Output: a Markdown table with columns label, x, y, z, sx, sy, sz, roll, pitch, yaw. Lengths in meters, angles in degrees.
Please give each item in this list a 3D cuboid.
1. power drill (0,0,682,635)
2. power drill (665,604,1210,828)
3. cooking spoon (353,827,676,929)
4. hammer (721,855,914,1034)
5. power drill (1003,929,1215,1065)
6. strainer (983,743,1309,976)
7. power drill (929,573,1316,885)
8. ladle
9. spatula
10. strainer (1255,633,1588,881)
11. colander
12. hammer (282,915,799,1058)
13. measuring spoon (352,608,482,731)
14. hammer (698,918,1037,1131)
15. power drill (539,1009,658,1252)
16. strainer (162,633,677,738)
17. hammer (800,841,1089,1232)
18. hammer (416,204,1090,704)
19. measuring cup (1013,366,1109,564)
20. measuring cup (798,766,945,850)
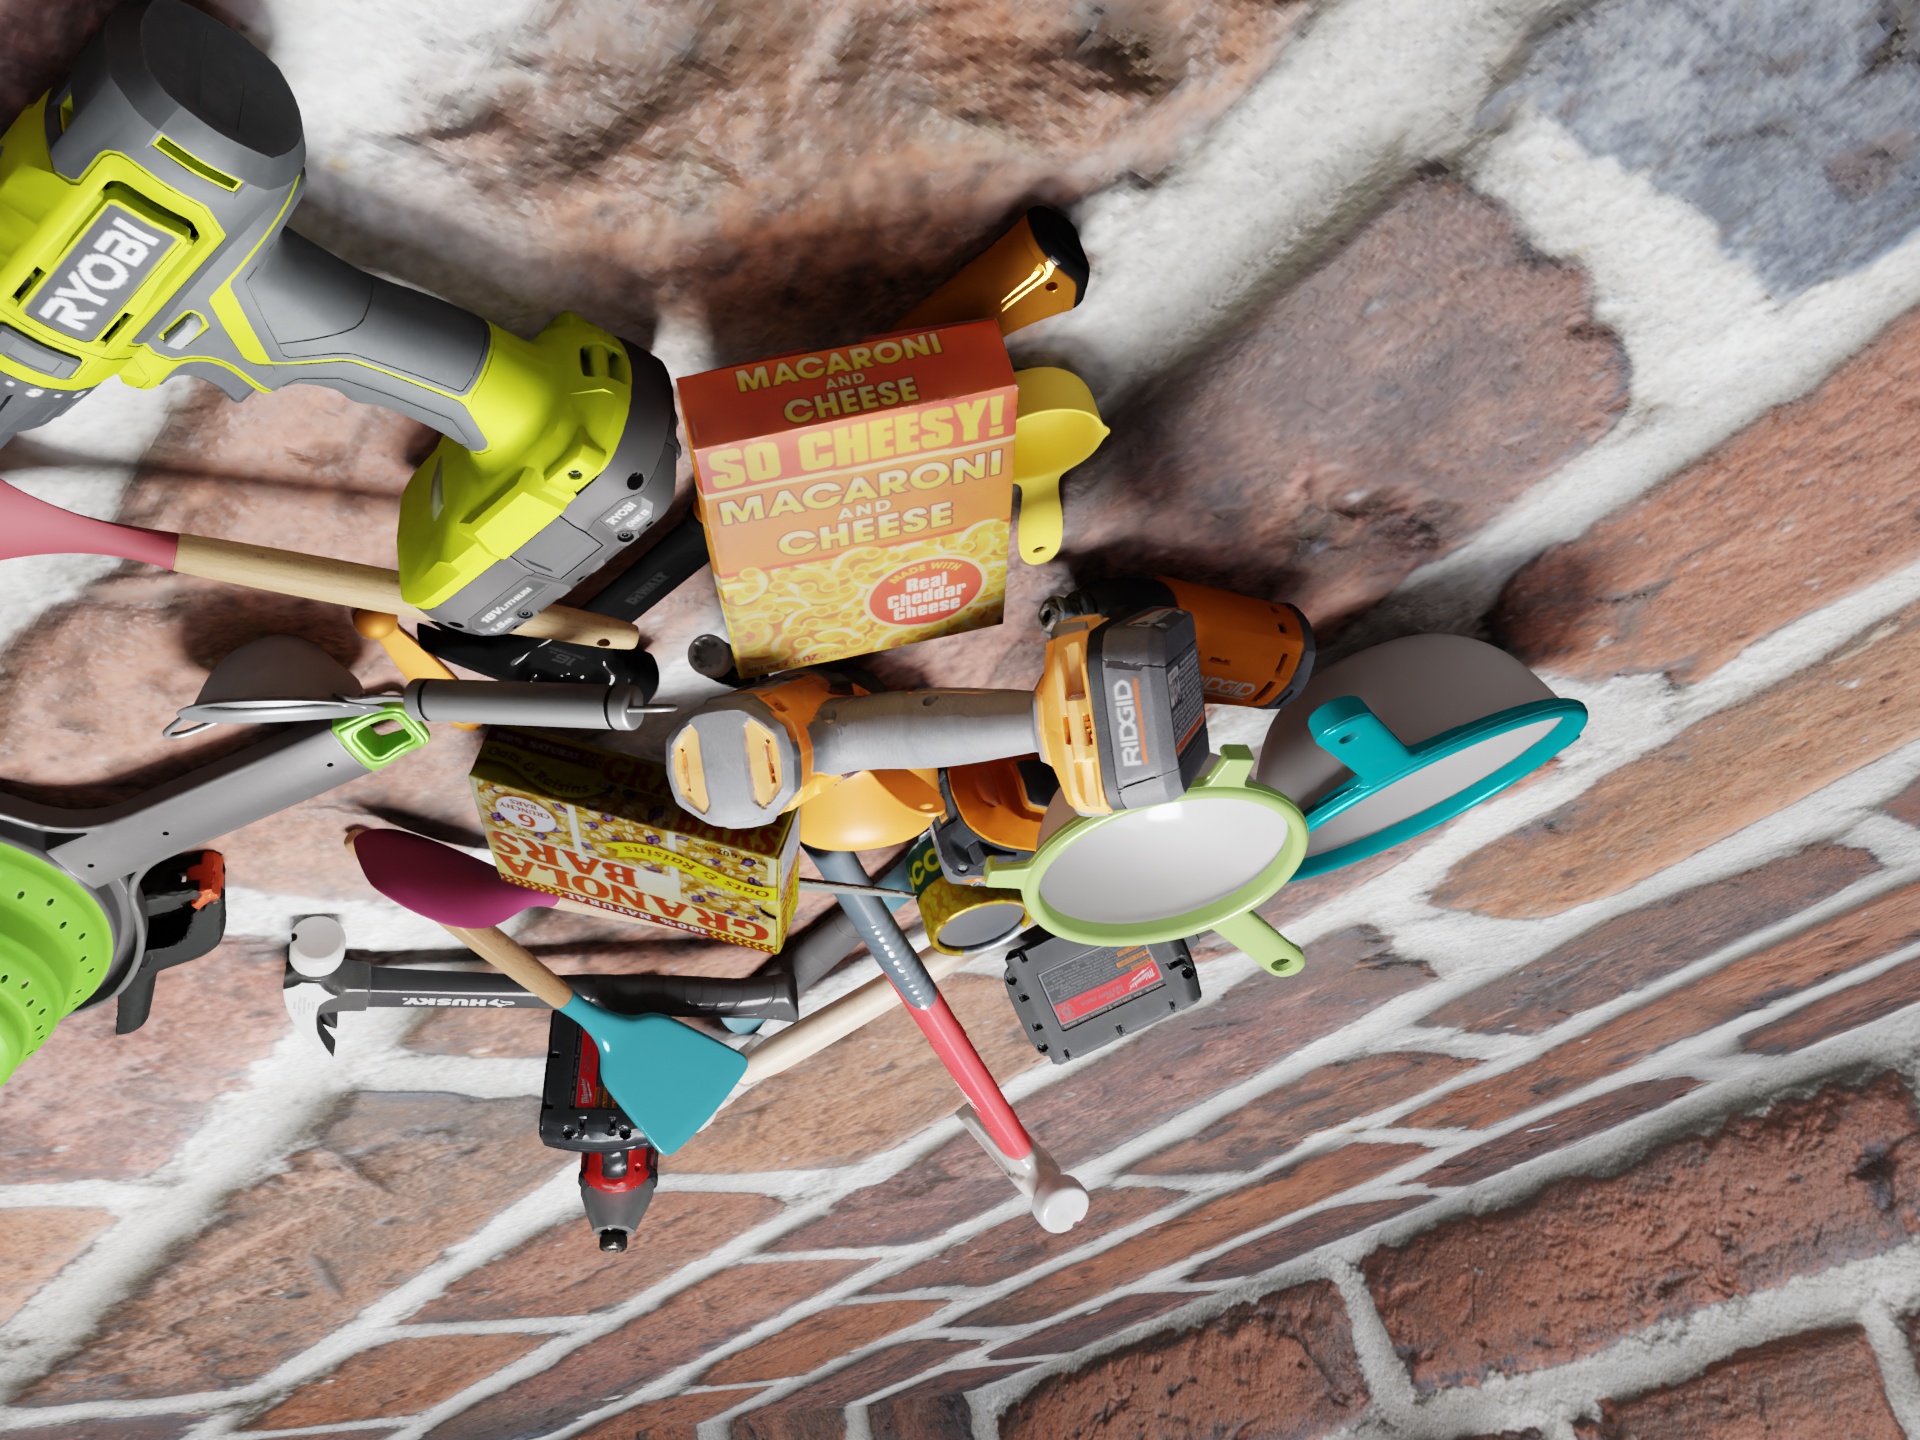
| label | x | y | z | sx | sy | sz | roll | pitch | yaw |
| --- | --- | --- | --- | --- | --- | --- | --- | --- | --- |
| power drill | -0.232 | -0.114 | 0.553 | 0.190 | 0.080 | 0.228 | -32 | 143 | 27 |
| power drill | -0.001 | -0.002 | 0.750 | 0.226 | 0.084 | 0.185 | -6 | -172 | 16 |
| cooking spoon | -0.228 | 0.109 | 0.964 | 0.017 | 0.069 | 0.318 | -46 | 147 | 15 |
| hammer | -0.074 | 0.139 | 1.097 | 0.128 | 0.033 | 0.331 | 12 | 141 | -36 |
| power drill | 0.122 | 0.160 | 1.119 | 0.188 | 0.080 | 0.226 | -25 | 175 | 4 |
| strainer | 0.129 | 0.076 | 0.877 | 0.151 | 0.069 | 0.256 | -28 | 143 | 20 |
| power drill | 0.068 | 0.004 | 0.886 | 0.164 | 0.084 | 0.226 | 8 | 139 | -34 |
| ladle | -0.281 | -0.061 | 0.628 | 0.315 | 0.031 | 0.069 | 10 | 140 | -26 |
| spatula | -0.253 | 0.160 | 0.968 | 0.082 | 0.044 | 0.317 | -48 | 131 | -11 |
| strainer | 0.227 | -0.002 | 0.891 | 0.211 | 0.095 | 0.340 | -30 | 159 | 17 |
| colander | -0.441 | 0.097 | 0.770 | 0.397 | 0.095 | 0.204 | -22 | 137 | 5 |
| hammer | -0.267 | 0.182 | 1.052 | 0.334 | 0.035 | 0.146 | 6 | 145 | -21 |
| measuring spoon | -0.257 | -0.020 | 0.764 | 0.021 | 0.011 | 0.116 | -16 | 150 | 2 |
| hammer | -0.026 | 0.179 | 1.154 | 0.410 | 0.038 | 0.146 | -32 | 175 | 18 |
| power drill | -0.256 | 0.296 | 1.173 | 0.078 | 0.143 | 0.219 | 2 | 146 | -7 |
| strainer | -0.240 | -0.011 | 0.694 | 0.258 | 0.050 | 0.087 | 2 | 178 | 17 |
| hammer | -0.030 | 0.174 | 1.030 | 0.038 | 0.143 | 0.385 | -36 | 123 | -12 |
| hammer | -0.087 | -0.105 | 0.674 | 0.337 | 0.034 | 0.127 | -33 | 147 | 29 |
| measuring cup | 0.033 | -0.114 | 0.731 | 0.062 | 0.029 | 0.156 | -14 | 162 | -2 |
| measuring cup | -0.040 | 0.046 | 0.828 | 0.095 | 0.174 | 0.052 | -10 | 106 | -19 |
